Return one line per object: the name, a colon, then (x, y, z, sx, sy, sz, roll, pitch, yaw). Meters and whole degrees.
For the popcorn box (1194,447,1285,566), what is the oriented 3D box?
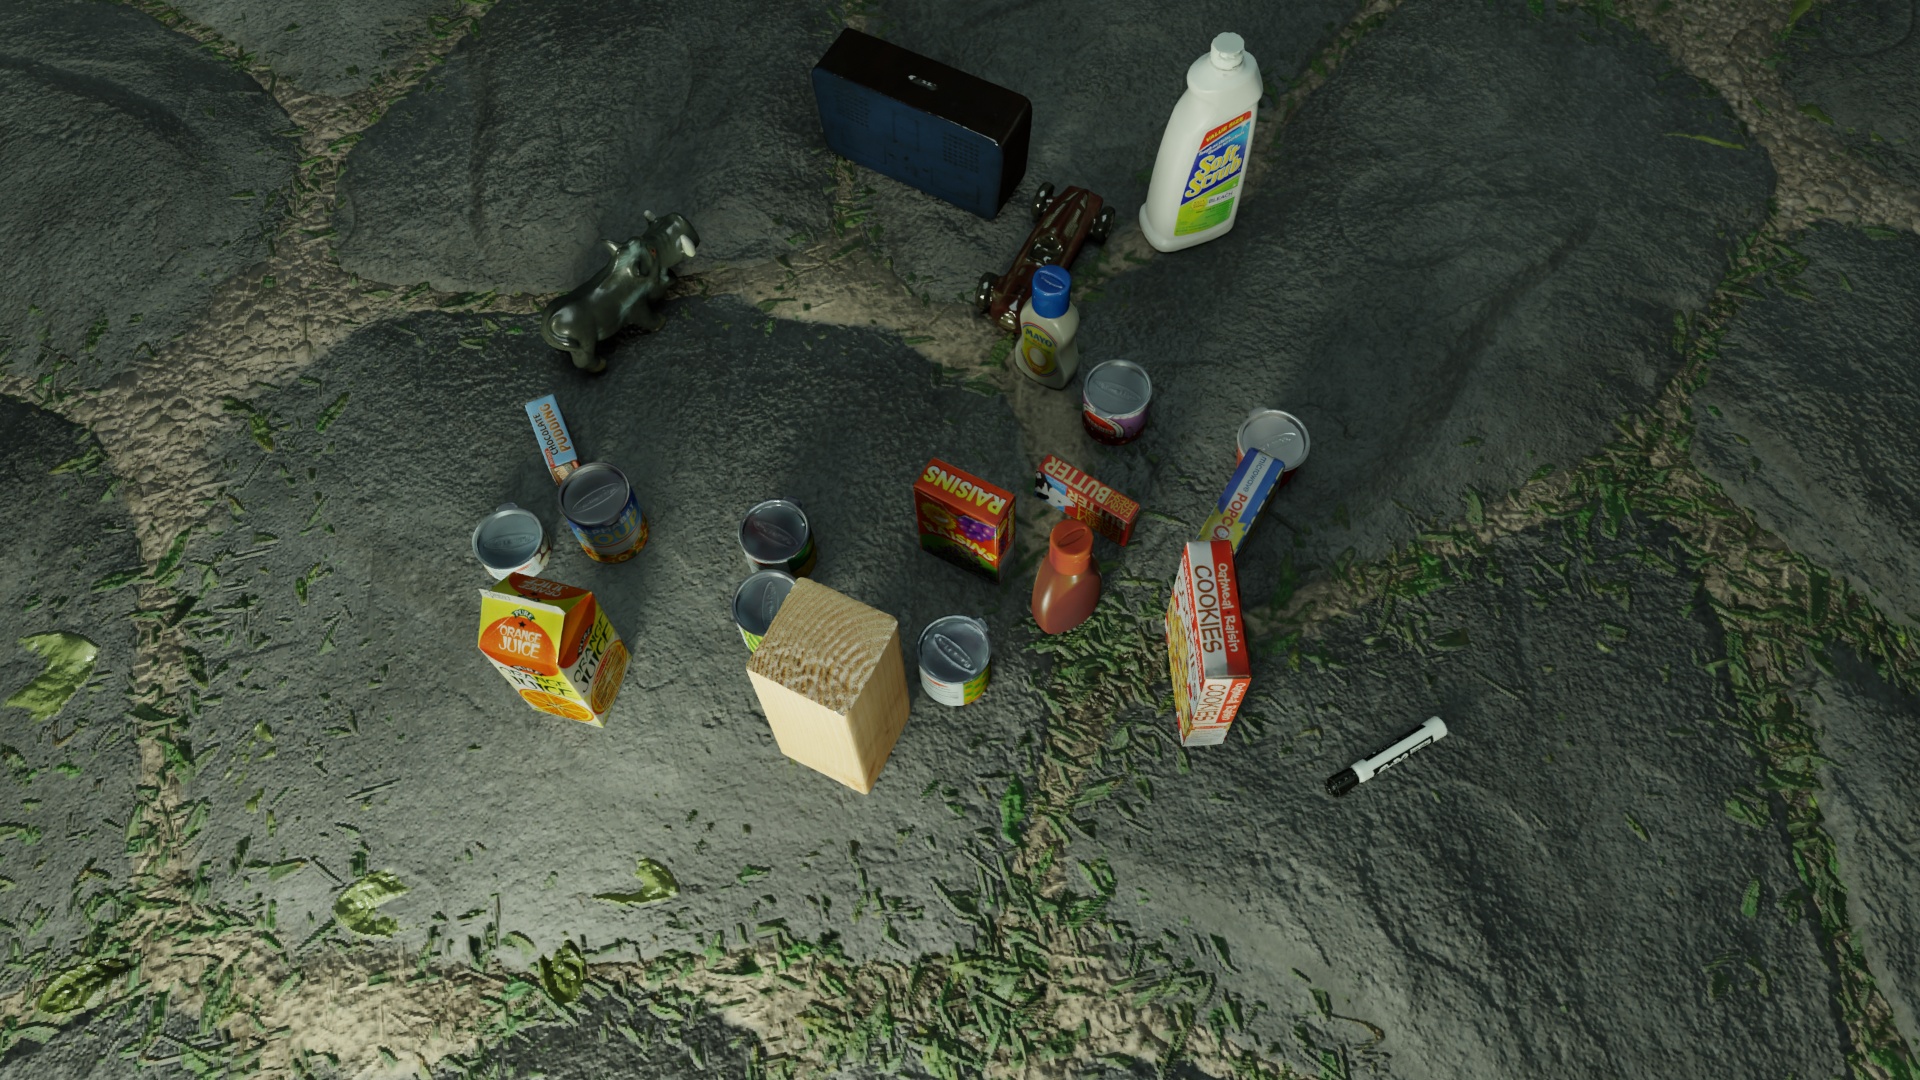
popcorn box: (0.250, -0.012, 1.276, 0.038, 0.085, 0.127, 28, 67, 14)

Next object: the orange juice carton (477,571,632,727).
orange juice carton: (-0.345, 0.088, 1.179, 0.072, 0.191, 0.073, 13, 64, 8)

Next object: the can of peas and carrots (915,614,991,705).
can of peas and carrots: (-0.004, 0.105, 1.237, 0.071, 0.058, 0.071, -1, 63, 1)

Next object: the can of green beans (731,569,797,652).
can of green beans: (-0.170, 0.068, 1.261, 0.071, 0.057, 0.071, -1, 63, 1)

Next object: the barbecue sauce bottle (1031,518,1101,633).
barbecue sauce bottle: (0.095, 0.031, 1.223, 0.065, 0.148, 0.044, -30, 66, -13)

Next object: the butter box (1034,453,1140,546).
butter box: (0.119, -0.038, 1.310, 0.103, 0.053, 0.024, 31, 68, 16)

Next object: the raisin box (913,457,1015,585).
raisin box: (0.005, -0.016, 1.263, 0.086, 0.123, 0.040, 26, 67, 14)

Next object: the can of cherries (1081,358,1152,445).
can of cherries: (0.150, -0.133, 1.355, 0.071, 0.058, 0.072, -1, 63, 1)

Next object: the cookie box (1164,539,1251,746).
cookie box: (0.208, 0.090, 1.179, 0.040, 0.166, 0.123, -3, 63, 0)

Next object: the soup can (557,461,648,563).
soup can: (-0.331, -0.022, 1.296, 0.071, 0.083, 0.071, -1, 63, 1)

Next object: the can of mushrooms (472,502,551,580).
can of mushrooms: (-0.423, 0.002, 1.314, 0.071, 0.033, 0.071, -1, 63, 1)

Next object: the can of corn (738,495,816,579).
can of corn: (-0.168, 0.001, 1.295, 0.071, 0.058, 0.071, -1, 63, 1)

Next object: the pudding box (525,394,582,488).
pudding box: (-0.393, -0.095, 1.354, 0.030, 0.049, 0.084, -23, 65, -10)

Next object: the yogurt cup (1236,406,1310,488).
yogurt cup: (0.296, -0.083, 1.329, 0.072, 0.053, 0.072, -1, 63, 1)

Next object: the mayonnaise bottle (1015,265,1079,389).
mayonnaise bottle: (0.085, -0.207, 1.345, 0.065, 0.147, 0.041, 32, 69, 16)
